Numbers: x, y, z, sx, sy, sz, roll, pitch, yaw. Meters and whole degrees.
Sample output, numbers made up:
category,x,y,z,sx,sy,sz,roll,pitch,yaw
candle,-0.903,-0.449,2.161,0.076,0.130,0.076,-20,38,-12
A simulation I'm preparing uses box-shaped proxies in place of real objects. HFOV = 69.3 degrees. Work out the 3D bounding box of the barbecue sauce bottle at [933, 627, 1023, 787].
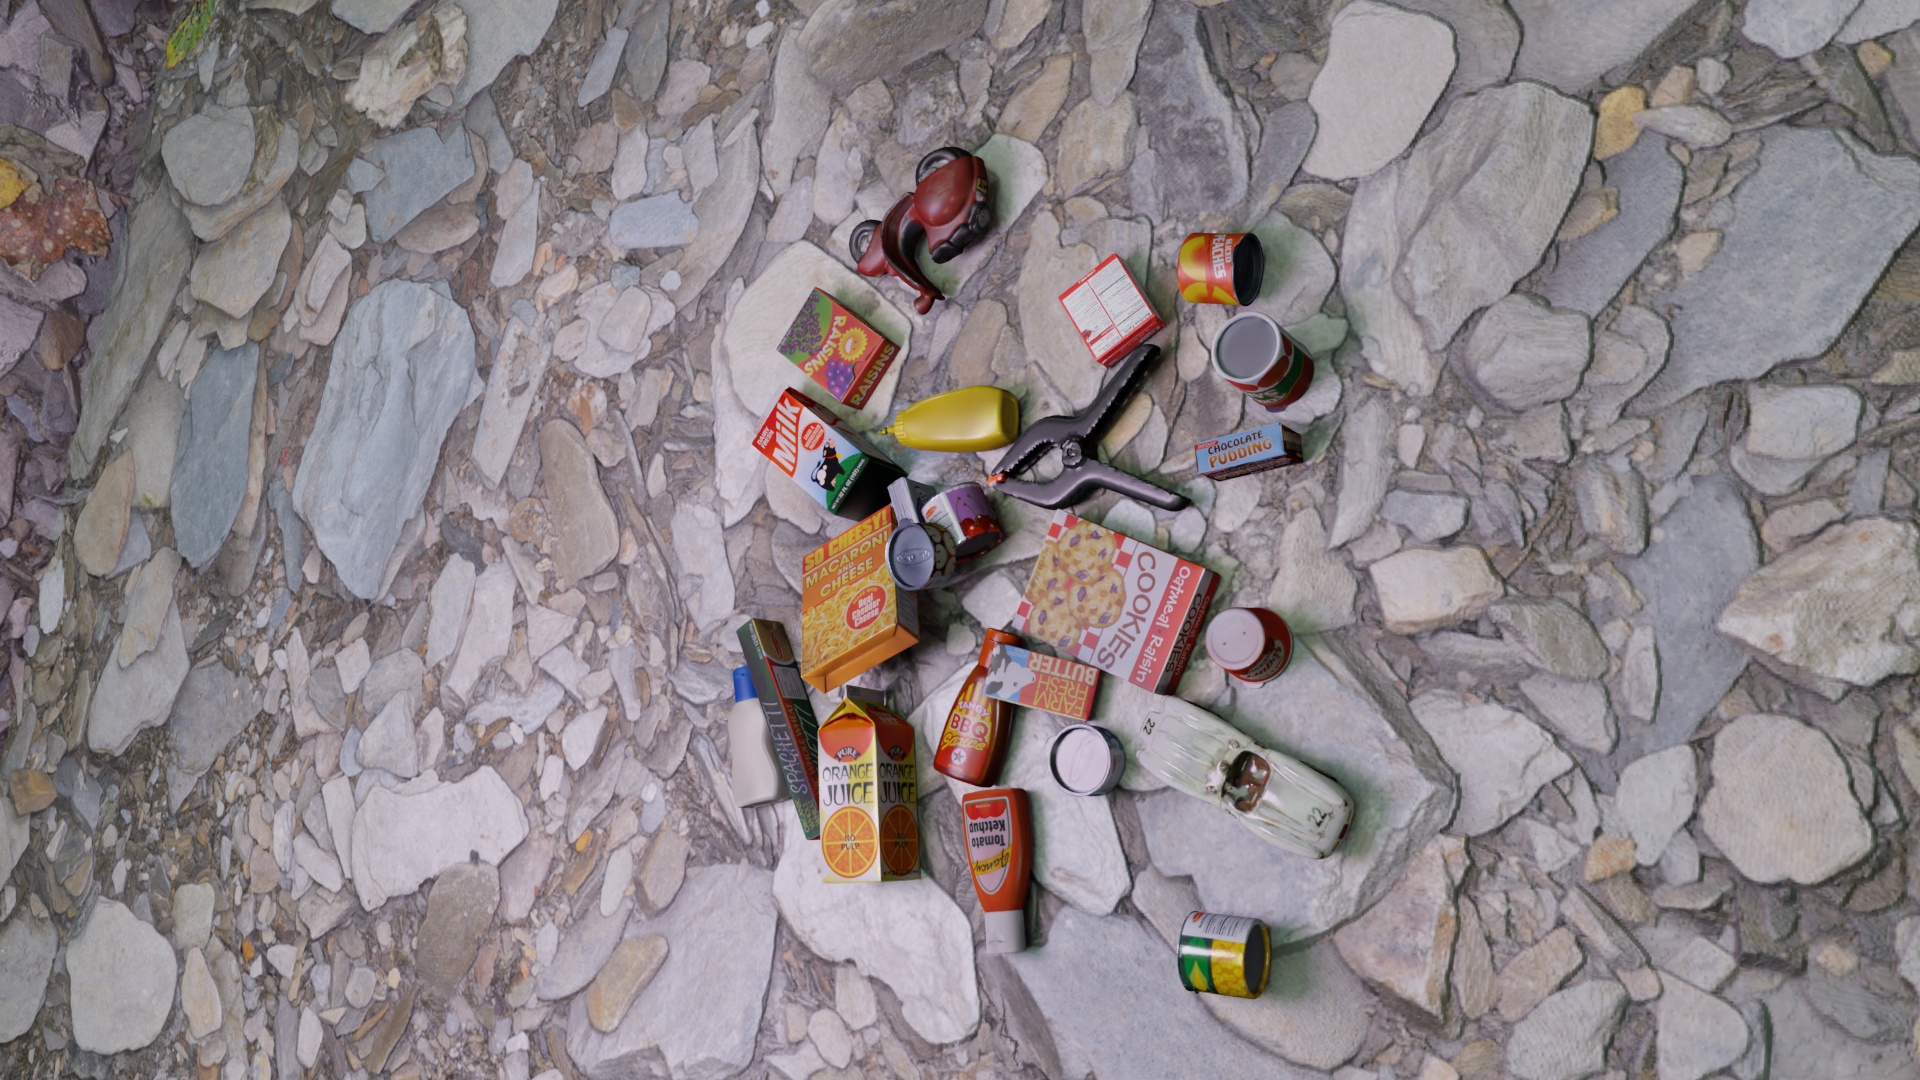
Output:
category,x,y,z,sx,sy,sz,roll,pitch,yaw
barbecue sauce bottle,0.023,0.160,1.346,0.065,0.043,0.148,16,88,31

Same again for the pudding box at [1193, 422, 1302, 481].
category,x,y,z,sx,sy,sz,roll,pitch,yaw
pudding box,0.258,-0.079,1.243,0.083,0.049,0.030,-13,75,30

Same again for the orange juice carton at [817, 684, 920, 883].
category,x,y,z,sx,sy,sz,roll,pitch,yaw
orange juice carton,-0.092,0.242,1.385,0.073,0.072,0.193,-11,74,30

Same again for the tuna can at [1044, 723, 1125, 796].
category,x,y,z,sx,sy,sz,roll,pitch,yaw
tuna can,0.114,0.203,1.285,0.071,0.033,0.071,-7,76,31

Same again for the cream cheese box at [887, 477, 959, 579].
category,x,y,z,sx,sy,sz,roll,pitch,yaw
cream cheese box,-0.038,-0.012,1.416,0.024,0.053,0.104,-29,65,27

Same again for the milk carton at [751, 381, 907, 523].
category,x,y,z,sx,sy,sz,roll,pitch,yaw
milk carton,-0.154,-0.098,1.498,0.191,0.073,0.072,40,102,33

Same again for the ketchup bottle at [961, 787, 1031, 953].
category,x,y,z,sx,sy,sz,roll,pitch,yaw
ketchup bottle,0.038,0.310,1.305,0.064,0.043,0.149,-13,74,30

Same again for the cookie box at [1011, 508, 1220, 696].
category,x,y,z,sx,sy,sz,roll,pitch,yaw
cookie box,0.143,0.057,1.294,0.167,0.040,0.123,24,93,35

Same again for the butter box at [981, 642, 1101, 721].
category,x,y,z,sx,sy,sz,roll,pitch,yaw
butter box,0.077,0.133,1.305,0.103,0.024,0.053,13,85,9

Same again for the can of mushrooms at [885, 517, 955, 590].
category,x,y,z,sx,sy,sz,roll,pitch,yaw
can of mushrooms,-0.039,0.012,1.351,0.071,0.033,0.071,2,93,42

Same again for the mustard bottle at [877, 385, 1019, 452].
category,x,y,z,sx,sy,sz,roll,pitch,yaw
mustard bottle,-0.017,-0.121,1.429,0.160,0.049,0.065,-3,78,33

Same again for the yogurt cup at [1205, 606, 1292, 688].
category,x,y,z,sx,sy,sz,roll,pitch,yaw
yogurt cup,0.248,0.089,1.210,0.072,0.054,0.072,-8,75,31

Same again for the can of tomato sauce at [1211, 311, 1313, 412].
category,x,y,z,sx,sy,sz,roll,pitch,yaw
can of tomato sauce,0.267,-0.158,1.233,0.071,0.083,0.071,-8,76,31

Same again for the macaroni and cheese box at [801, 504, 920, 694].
category,x,y,z,sx,sy,sz,roll,pitch,yaw
macaroni and cheese box,-0.104,0.058,1.413,0.123,0.040,0.167,-30,40,22

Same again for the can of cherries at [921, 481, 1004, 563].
category,x,y,z,sx,sy,sz,roll,pitch,yaw
can of cherries,0.005,-0.017,1.383,0.071,0.071,0.058,-35,68,22

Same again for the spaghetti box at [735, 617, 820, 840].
category,x,y,z,sx,sy,sz,roll,pitch,yaw
spaghetti box,-0.176,0.197,1.462,0.028,0.050,0.251,-35,63,25

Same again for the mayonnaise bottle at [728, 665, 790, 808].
category,x,y,z,sx,sy,sz,roll,pitch,yaw
mayonnaise bottle,-0.220,0.210,1.494,0.064,0.041,0.148,-18,69,27

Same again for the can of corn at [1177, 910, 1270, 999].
category,x,y,z,sx,sy,sz,roll,pitch,yaw
can of corn,0.222,0.350,1.165,0.058,0.071,0.071,-3,79,32

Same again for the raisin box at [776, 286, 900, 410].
category,x,y,z,sx,sy,sz,roll,pitch,yaw
raisin box,-0.135,-0.212,1.531,0.123,0.040,0.086,40,101,31

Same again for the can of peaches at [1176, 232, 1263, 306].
category,x,y,z,sx,sy,sz,roll,pitch,yaw
can of peaches,0.238,-0.252,1.280,0.058,0.071,0.071,10,86,35
